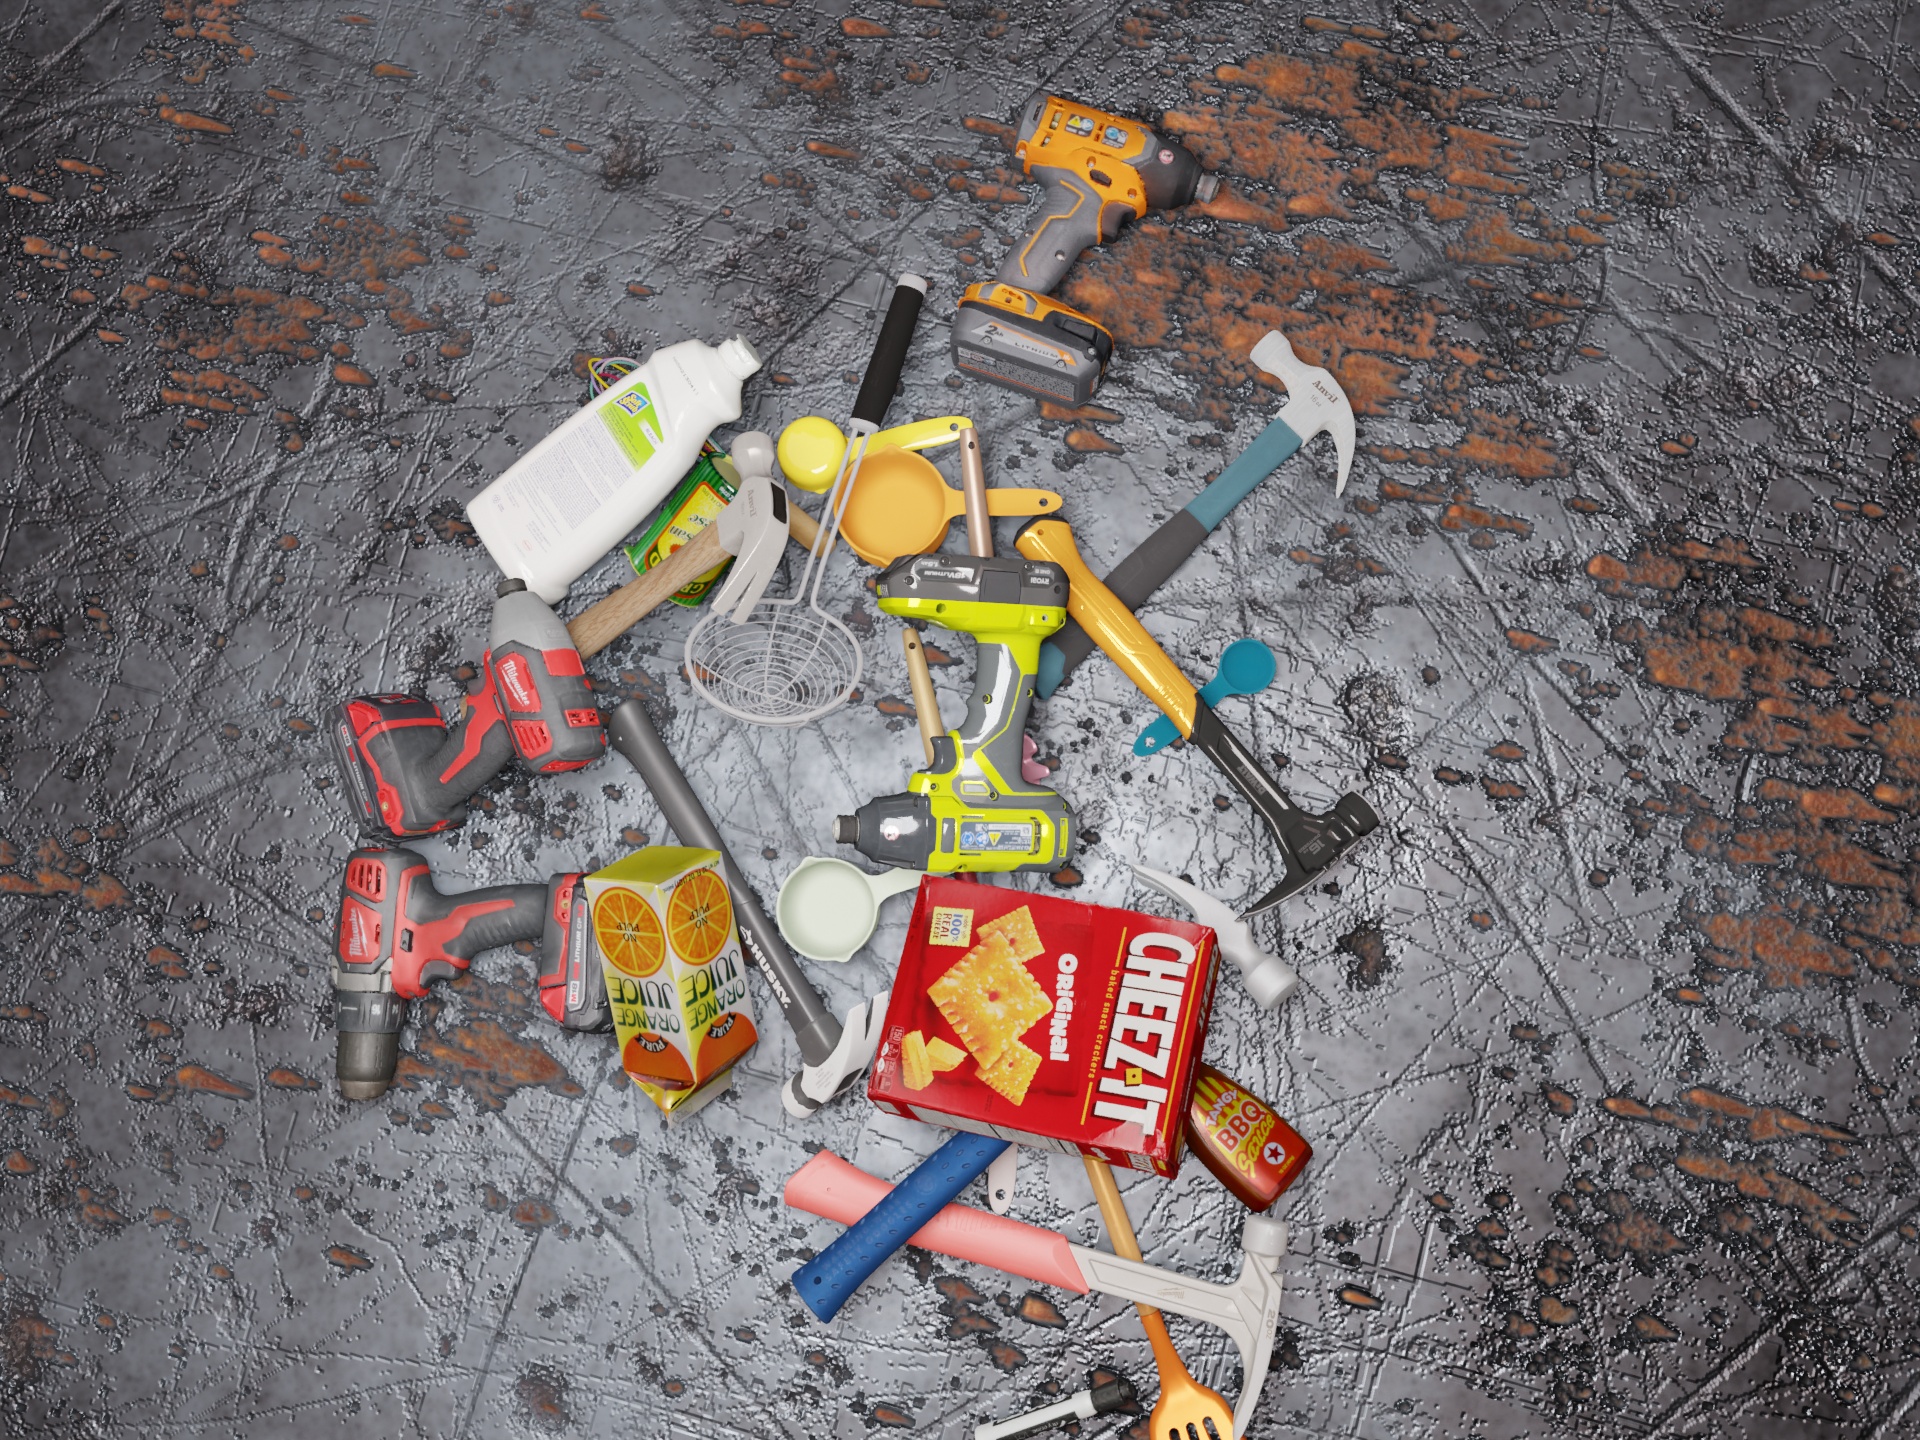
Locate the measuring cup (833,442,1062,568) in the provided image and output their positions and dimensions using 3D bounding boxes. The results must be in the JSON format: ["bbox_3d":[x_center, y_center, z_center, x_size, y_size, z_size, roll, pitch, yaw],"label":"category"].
[{"bbox_3d":[-0.009,-0.161,1.225,0.173,0.052,0.095,-1,82,2],"label":"measuring cup"}]

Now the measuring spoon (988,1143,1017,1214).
[{"bbox_3d":[0.033,0.303,1.176,0.034,0.018,0.124,4,83,4],"label":"measuring spoon"}]

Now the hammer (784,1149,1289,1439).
[{"bbox_3d":[0.045,0.388,1.135,0.359,0.036,0.149,12,82,12],"label":"hammer"}]

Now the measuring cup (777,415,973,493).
[{"bbox_3d":[-0.068,-0.220,1.246,0.156,0.029,0.062,-11,82,4],"label":"measuring cup"}]

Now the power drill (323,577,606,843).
[{"bbox_3d":[-0.362,-0.004,1.168,0.219,0.078,0.143,-25,81,30],"label":"power drill"}]

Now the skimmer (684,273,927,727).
[{"bbox_3d":[-0.093,-0.167,1.159,0.127,0.090,0.363,18,84,7],"label":"skimmer"}]

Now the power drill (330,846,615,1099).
[{"bbox_3d":[-0.363,0.193,1.192,0.226,0.080,0.188,2,83,7],"label":"power drill"}]

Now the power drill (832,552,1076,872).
[{"bbox_3d":[-0.002,-0.004,1.130,0.171,0.080,0.223,2,92,-14],"label":"power drill"}]

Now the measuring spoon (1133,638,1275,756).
[{"bbox_3d":[0.184,-0.014,1.212,0.128,0.021,0.042,-38,81,8],"label":"measuring spoon"}]

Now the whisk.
[{"bbox_3d":[-0.198,-0.207,1.249,0.245,0.047,0.051,39,85,5],"label":"whisk"}]

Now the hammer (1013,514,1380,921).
[{"bbox_3d":[0.149,-0.015,1.162,0.127,0.034,0.337,-37,79,-12],"label":"hammer"}]

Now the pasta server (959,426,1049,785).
[{"bbox_3d":[0.025,-0.060,1.186,0.060,0.040,0.316,-8,95,-14],"label":"pasta server"}]

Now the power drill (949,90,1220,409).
[{"bbox_3d":[0.096,-0.363,1.231,0.164,0.084,0.226,19,80,6],"label":"power drill"}]

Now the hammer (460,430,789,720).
[{"bbox_3d":[-0.253,-0.076,1.168,0.331,0.031,0.130,-30,53,26],"label":"hammer"}]

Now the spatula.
[{"bbox_3d":[0.128,0.404,1.145,0.081,0.041,0.323,-21,80,5],"label":"spatula"}]

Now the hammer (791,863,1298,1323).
[{"bbox_3d":[0.044,0.268,1.132,0.405,0.035,0.144,-40,62,-7],"label":"hammer"}]

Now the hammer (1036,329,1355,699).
[{"bbox_3d":[0.169,-0.144,1.219,0.331,0.033,0.128,-44,81,-2],"label":"hammer"}]

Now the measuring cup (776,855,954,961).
[{"bbox_3d":[-0.056,0.125,1.194,0.167,0.038,0.083,-22,82,2],"label":"measuring cup"}]

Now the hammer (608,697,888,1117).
[{"bbox_3d":[-0.168,0.123,1.177,0.035,0.146,0.335,-20,69,-41],"label":"hammer"}]

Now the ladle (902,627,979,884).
[{"bbox_3d":[-0.004,0.080,1.206,0.069,0.031,0.315,-14,80,2],"label":"ladle"}]
